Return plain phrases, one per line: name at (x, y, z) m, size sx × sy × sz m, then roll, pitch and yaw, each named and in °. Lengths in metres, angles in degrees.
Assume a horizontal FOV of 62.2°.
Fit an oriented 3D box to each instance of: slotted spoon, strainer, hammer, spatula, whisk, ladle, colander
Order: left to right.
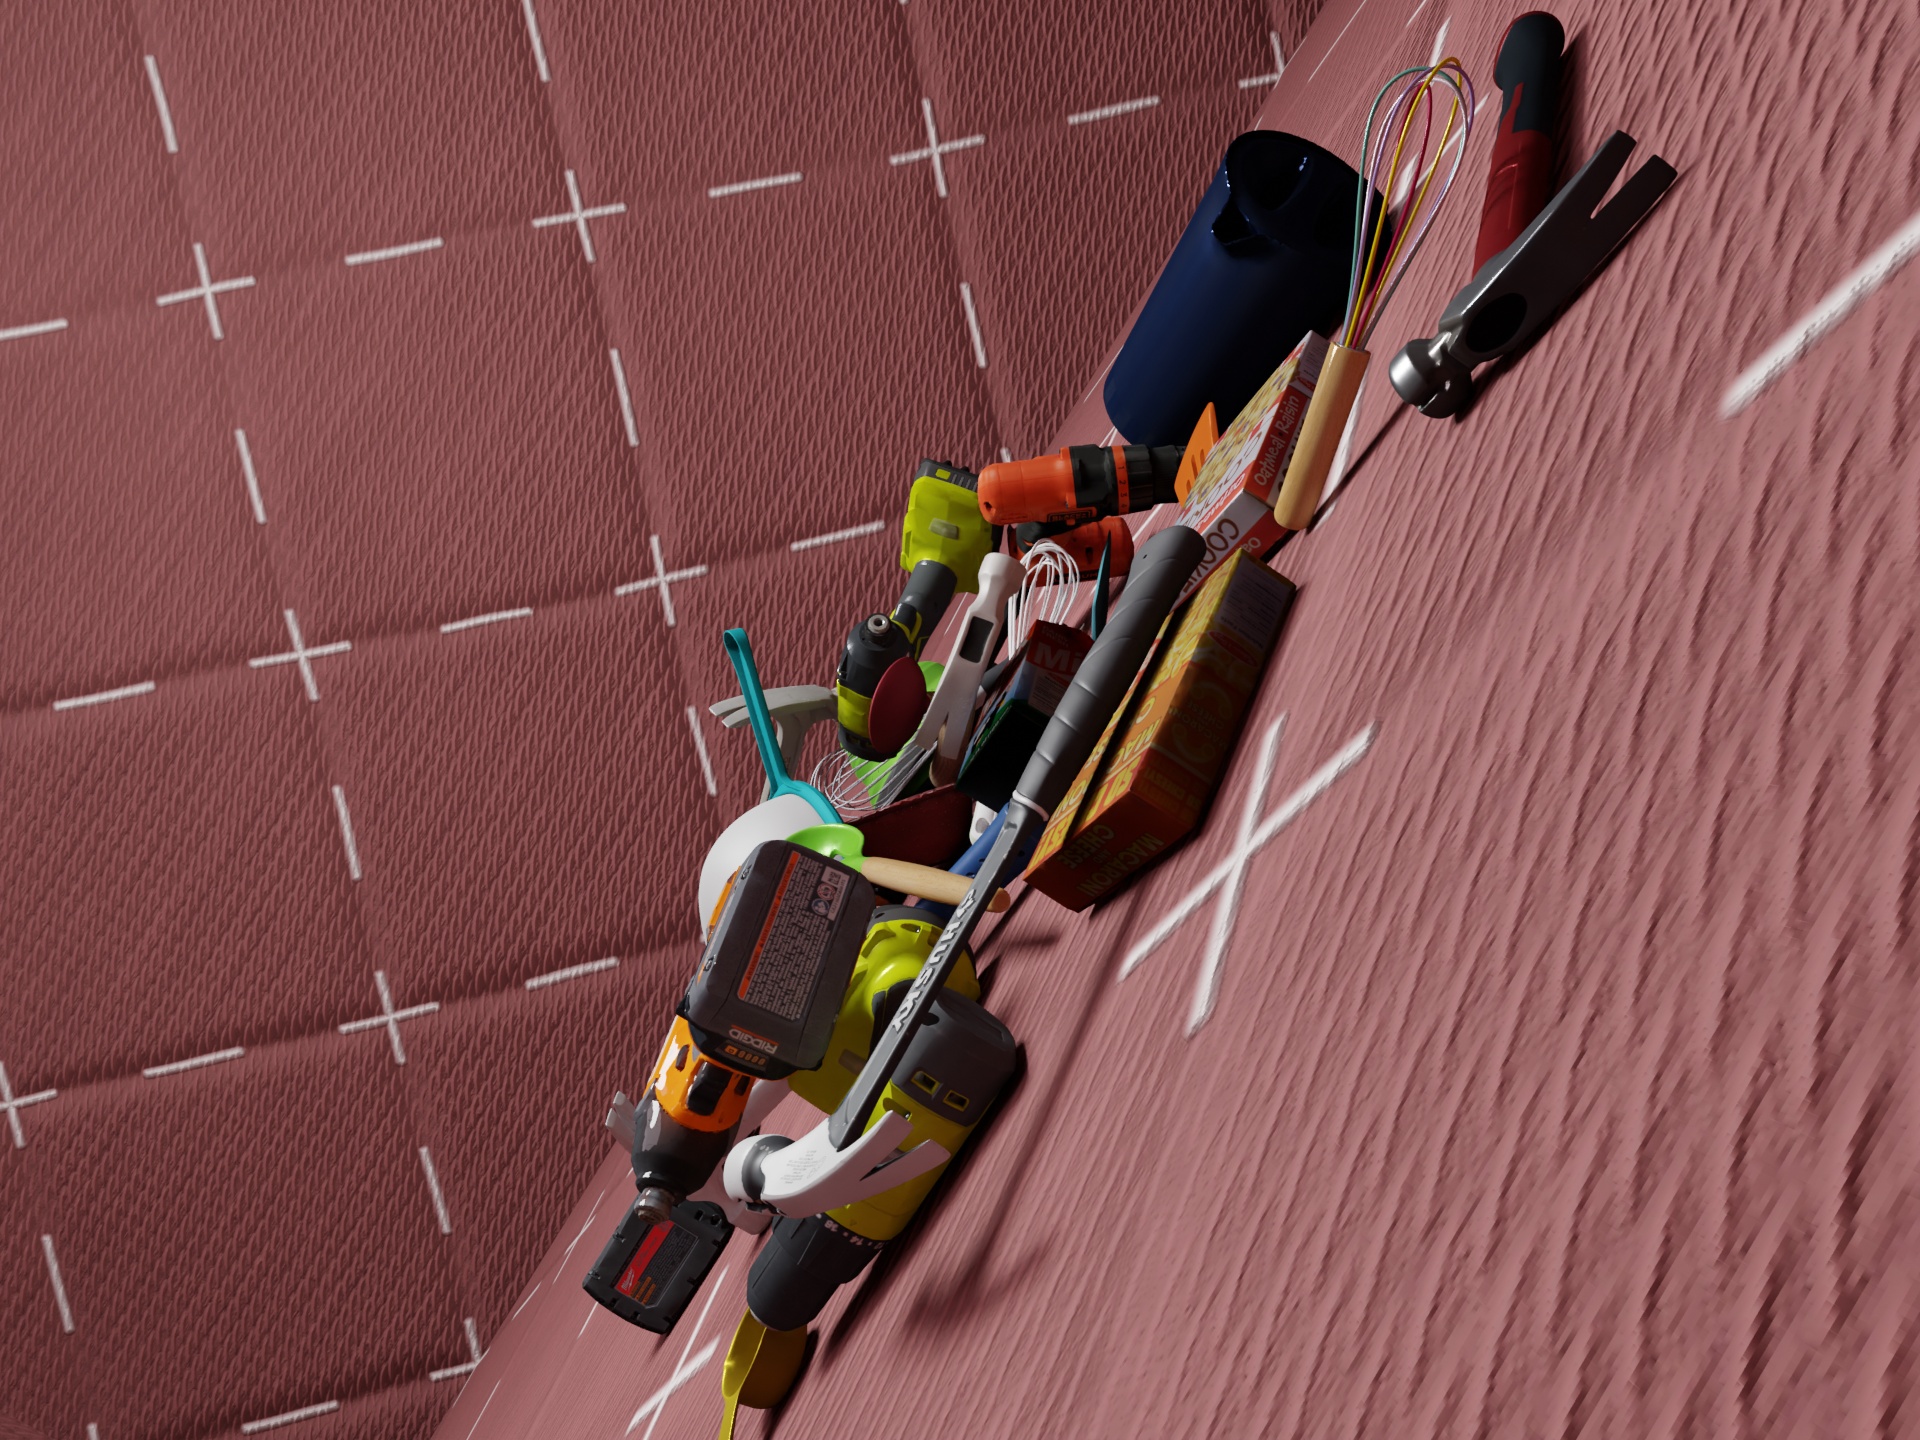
hammer at (-0.188, 0.130, 1.416) m, size 0.149 × 0.037 × 0.359 m, roll -10°, pitch -52°, yaw -43°
strainer at (-0.162, 0.097, 1.222) m, size 0.095 × 0.340 × 0.211 m, roll -13°, pitch -8°, yaw -27°
hammer at (-0.083, 0.195, 1.060) m, size 0.405 × 0.144 × 0.035 m, roll -48°, pitch 16°, yaw 25°
slotted spoon at (-0.047, 0.097, 0.997) m, size 0.070 × 0.031 × 0.314 m, roll -34°, pitch 14°, yaw -22°
ladle at (-0.028, -0.012, 1.215) m, size 0.315 × 0.031 × 0.069 m, roll -14°, pitch -60°, yaw -84°
colander at (-0.025, -0.047, 1.514) m, size 0.204 × 0.094 × 0.396 m, roll -45°, pitch -13°, yaw -46°
whisk at (-0.014, -0.004, 1.396) m, size 0.284 × 0.070 × 0.070 m, roll -37°, pitch 0°, yaw -16°
hammer at (-0.002, -0.004, 1.195) m, size 0.331 × 0.031 × 0.130 m, roll 103°, pitch -171°, yaw -72°
hammer at (0.027, 0.053, 0.765) m, size 0.149 × 0.036 × 0.409 m, roll -27°, pitch 27°, yaw 57°
whisk at (0.043, -0.021, 1.189) m, size 0.059 × 0.058 × 0.246 m, roll 34°, pitch -115°, yaw -56°
spatula at (0.060, -0.024, 1.296) m, size 0.317 × 0.044 × 0.082 m, roll -53°, pitch 17°, yaw 46°
spatula at (0.130, -0.082, 1.038) m, size 0.081 × 0.041 × 0.323 m, roll 109°, pitch -175°, yaw -52°
whisk at (0.205, -0.213, 0.817) m, size 0.047 × 0.051 × 0.244 m, roll -67°, pitch -8°, yaw -64°
hammer at (0.298, -0.302, 0.816) m, size 0.143 × 0.038 × 0.387 m, roll -50°, pitch 10°, yaw 44°

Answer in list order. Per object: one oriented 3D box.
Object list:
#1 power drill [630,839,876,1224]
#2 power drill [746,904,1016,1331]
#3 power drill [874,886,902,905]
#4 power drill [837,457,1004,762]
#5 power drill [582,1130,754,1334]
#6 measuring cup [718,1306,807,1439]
power drill at (-0.131, 0.185, 0.909) m, size 0.226 × 0.084 × 0.164 m, roll 124°, pitch 168°, yaw -50°
power drill at (-0.050, 0.208, 0.874) m, size 0.190 × 0.080 × 0.228 m, roll -56°, pitch 9°, yaw 8°
power drill at (-0.128, 0.212, 1.458) m, size 0.226 × 0.084 × 0.185 m, roll -63°, pitch 6°, yaw -6°
power drill at (-0.036, -0.096, 1.287) m, size 0.171 × 0.080 × 0.223 m, roll 98°, pitch -166°, yaw -60°
power drill at (-0.256, 0.438, 1.373) m, size 0.188 × 0.080 × 0.227 m, roll -57°, pitch 3°, yaw 4°
measuring cup at (-0.107, 0.369, 0.807) m, size 0.062 × 0.029 × 0.157 m, roll -53°, pitch 20°, yaw 40°
